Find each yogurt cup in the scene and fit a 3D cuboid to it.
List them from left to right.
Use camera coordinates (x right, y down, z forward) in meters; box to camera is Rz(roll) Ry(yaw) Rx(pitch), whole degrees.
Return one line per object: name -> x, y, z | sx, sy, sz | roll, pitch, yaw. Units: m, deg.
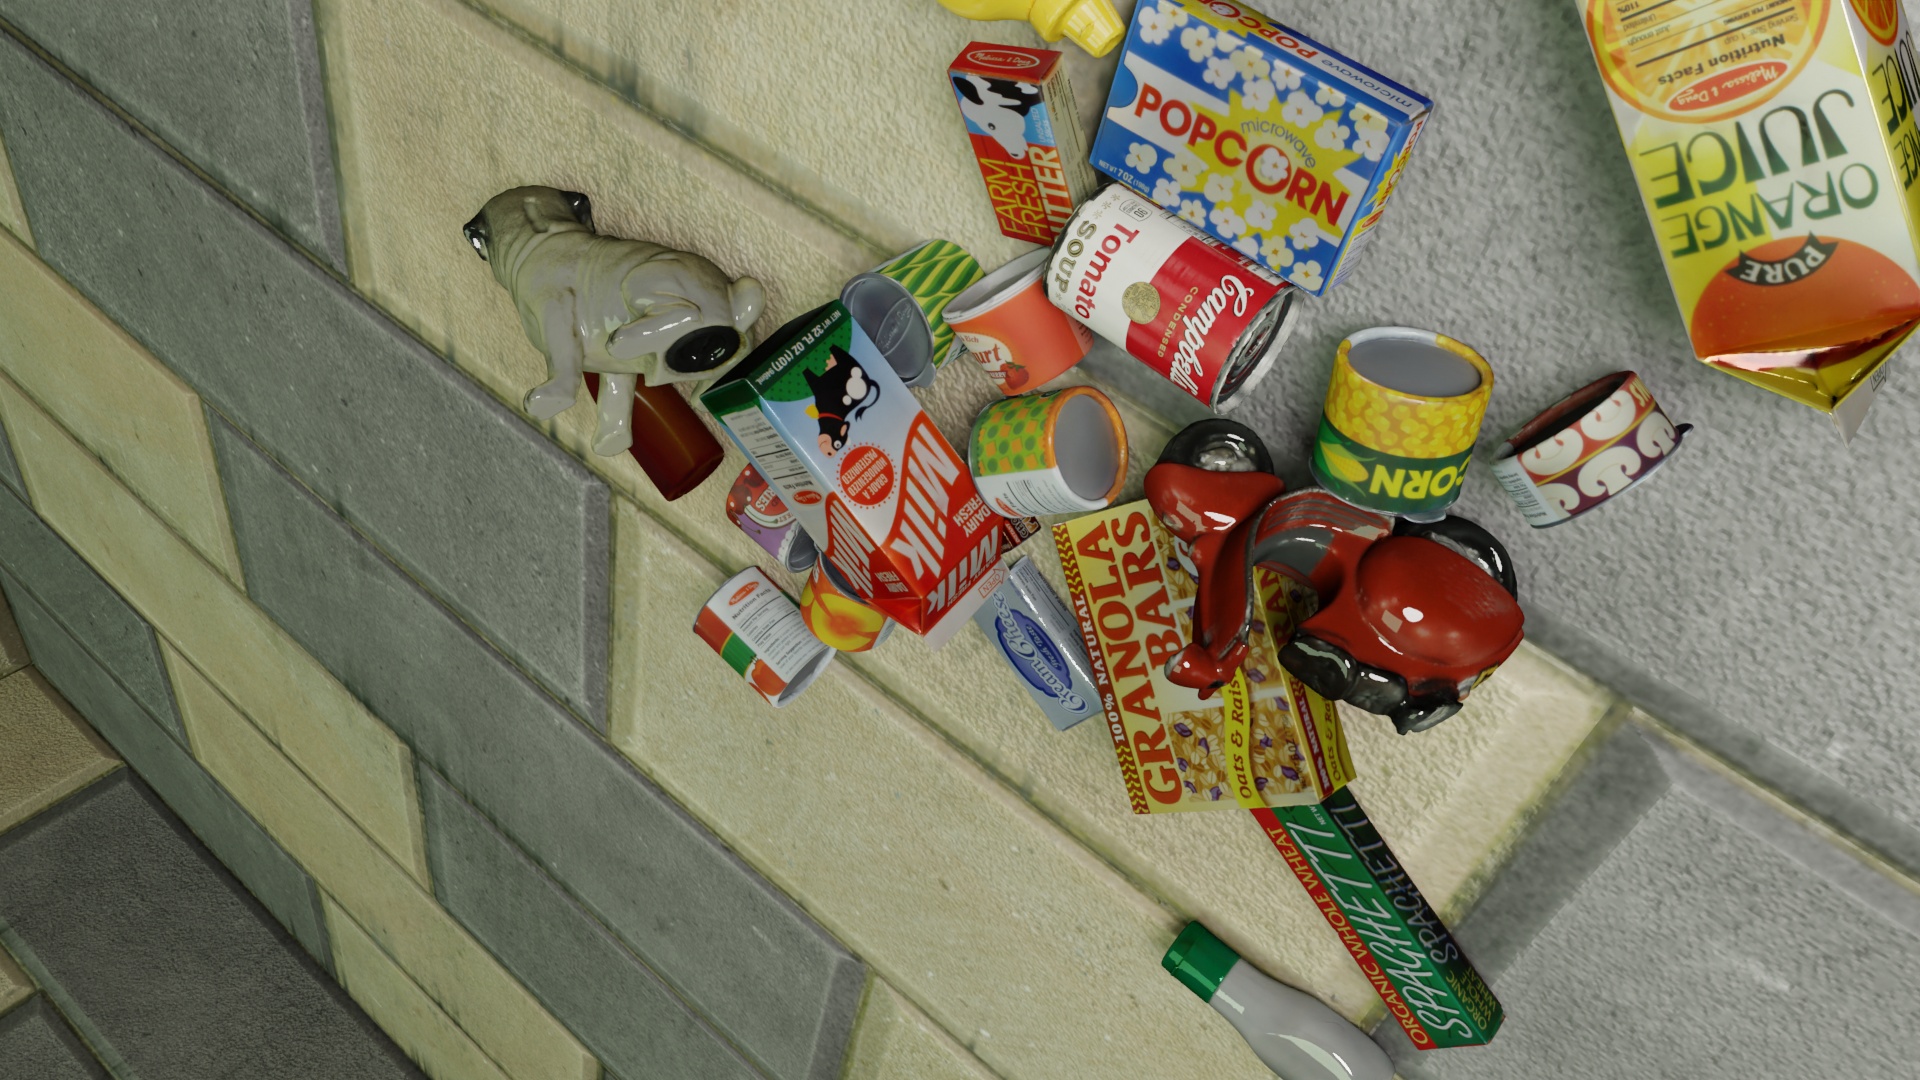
yogurt cup -> 0.032, -0.111, 0.711 | 0.072, 0.073, 0.054 | -12, 117, 47

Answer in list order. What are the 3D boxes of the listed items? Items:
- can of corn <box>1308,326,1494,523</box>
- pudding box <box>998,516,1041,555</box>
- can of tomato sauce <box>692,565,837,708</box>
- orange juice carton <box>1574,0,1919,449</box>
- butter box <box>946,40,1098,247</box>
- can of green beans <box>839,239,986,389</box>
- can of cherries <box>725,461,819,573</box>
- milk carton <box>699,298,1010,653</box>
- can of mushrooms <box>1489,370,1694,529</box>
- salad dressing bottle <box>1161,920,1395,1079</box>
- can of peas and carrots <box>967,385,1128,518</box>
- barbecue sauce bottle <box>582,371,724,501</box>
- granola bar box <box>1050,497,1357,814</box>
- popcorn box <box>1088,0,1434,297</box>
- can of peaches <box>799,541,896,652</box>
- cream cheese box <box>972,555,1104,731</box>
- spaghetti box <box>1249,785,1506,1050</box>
can of corn -> 0.191, -0.051, 0.599 | 0.071, 0.071, 0.058 | 26, 132, 28
pudding box -> 0.003, -0.010, 0.834 | 0.083, 0.030, 0.049 | -25, 98, 49
can of tomato sauce -> -0.139, 0.070, 0.997 | 0.083, 0.071, 0.070 | 42, 138, 12
orange juice carton -> 0.275, -0.129, 0.462 | 0.073, 0.072, 0.192 | -12, 108, 47
butter box -> 0.034, -0.184, 0.659 | 0.053, 0.024, 0.103 | 20, 153, 32
can of green beans -> -0.023, -0.124, 0.756 | 0.071, 0.058, 0.071 | 24, 132, 30
can of cherries -> -0.110, -0.023, 0.901 | 0.058, 0.072, 0.071 | 39, 138, 17
milk carton -> -0.047, -0.030, 0.761 | 0.190, 0.072, 0.073 | 53, 154, -17
can of mushrooms -> 0.251, -0.038, 0.556 | 0.033, 0.071, 0.070 | 54, 140, 1
salad dressing bottle -> 0.194, 0.296, 0.861 | 0.148, 0.044, 0.064 | 35, 139, 21
can of peas and carrots -> 0.048, -0.049, 0.739 | 0.058, 0.071, 0.070 | -5, 113, 45
barbecue sauce bottle -> -0.230, -0.101, 0.978 | 0.148, 0.044, 0.064 | 52, 139, 2
granola bar box -> 0.124, 0.056, 0.727 | 0.124, 0.039, 0.165 | -17, 89, 47
popcorn box -> 0.126, -0.174, 0.597 | 0.127, 0.038, 0.084 | 36, 138, 19
can of peaches -> -0.068, 0.029, 0.900 | 0.071, 0.071, 0.057 | 42, 139, 13
cream cheese box -> 0.051, 0.064, 0.845 | 0.104, 0.024, 0.053 | 53, 140, 0
spaghetti box -> 0.210, 0.175, 0.771 | 0.250, 0.029, 0.050 | 55, 139, -2
